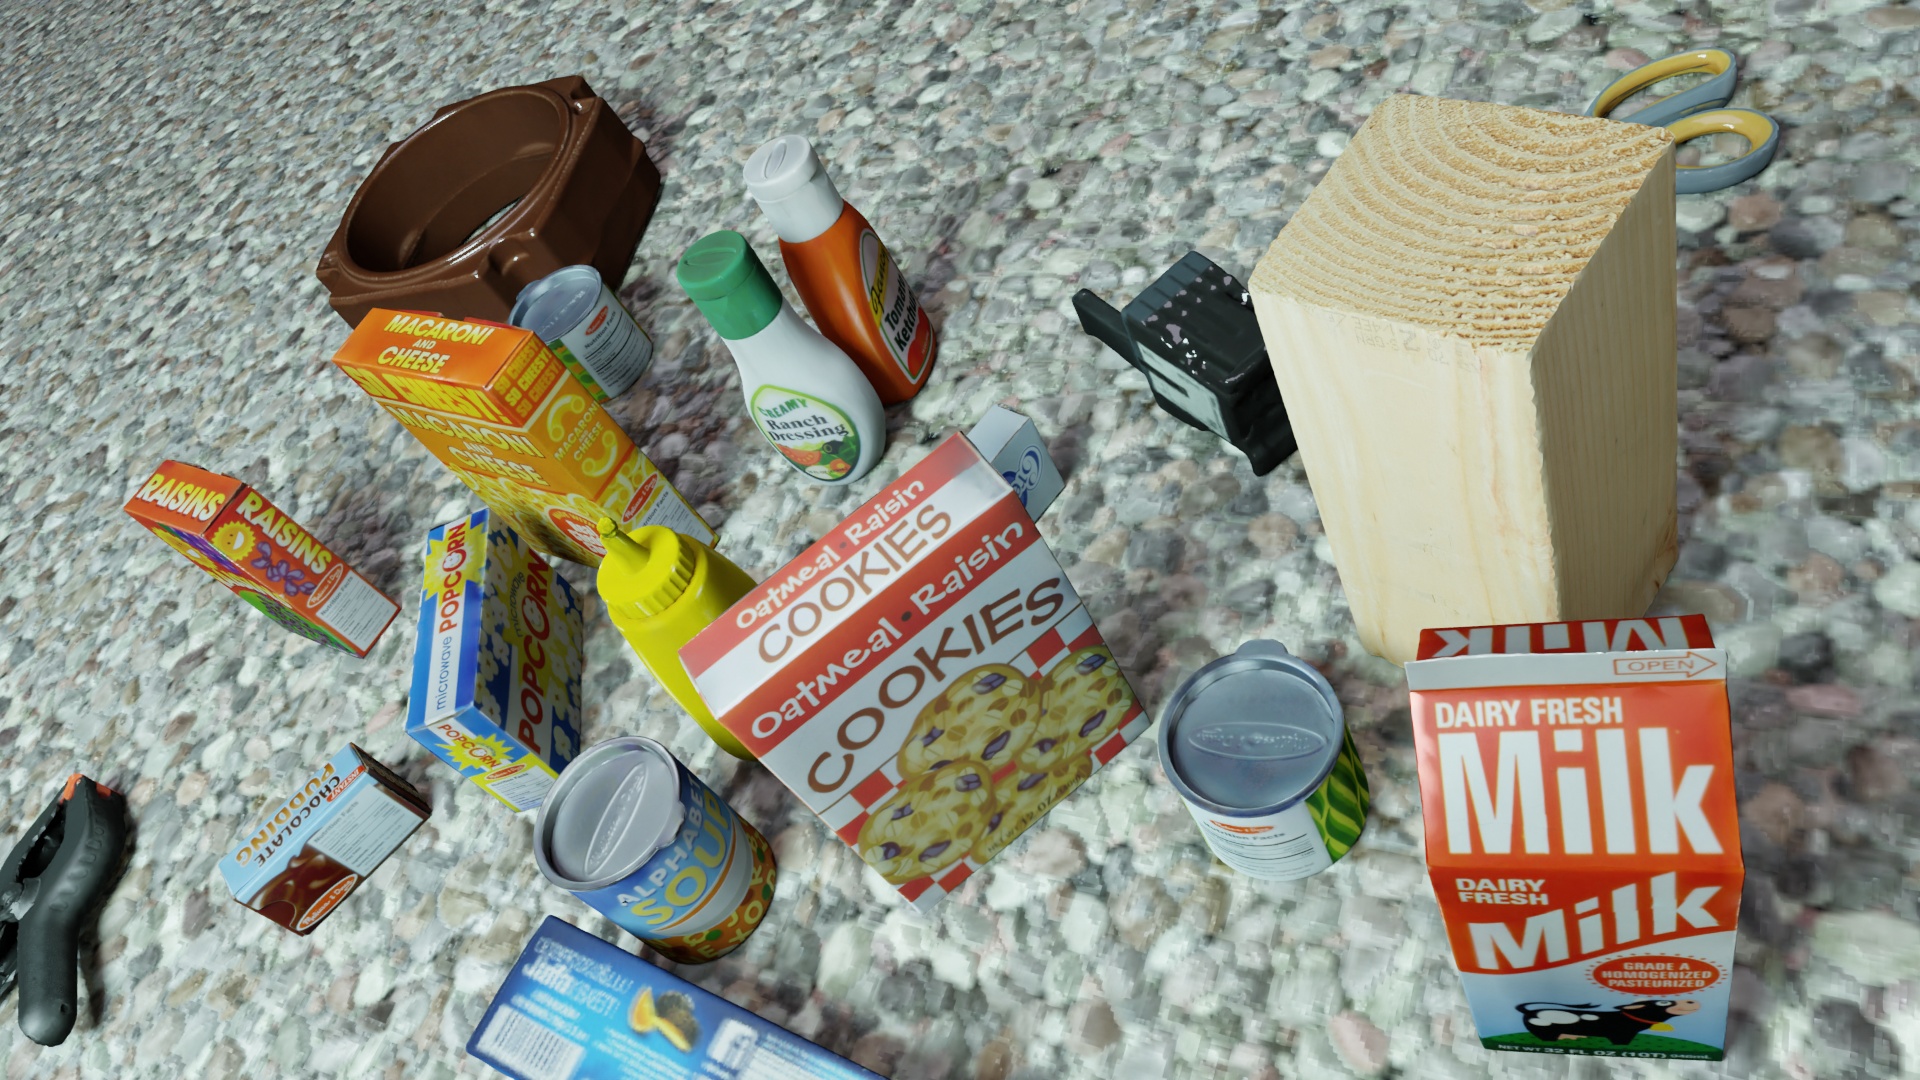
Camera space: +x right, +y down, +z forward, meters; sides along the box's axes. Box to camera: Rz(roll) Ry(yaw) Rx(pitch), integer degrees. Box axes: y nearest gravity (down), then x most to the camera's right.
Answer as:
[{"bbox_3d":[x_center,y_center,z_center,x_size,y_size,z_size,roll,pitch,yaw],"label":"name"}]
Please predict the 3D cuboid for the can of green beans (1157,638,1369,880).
[{"bbox_3d":[0.112,0.083,0.508,0.071,0.057,0.071,-14,50,17],"label":"can of green beans"}]

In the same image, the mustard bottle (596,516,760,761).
[{"bbox_3d":[-0.111,0.036,0.589,0.049,0.159,0.065,-21,48,12],"label":"mustard bottle"}]

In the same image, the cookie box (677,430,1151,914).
[{"bbox_3d":[-0.009,0.056,0.516,0.123,0.166,0.040,-39,47,-5],"label":"cookie box"}]

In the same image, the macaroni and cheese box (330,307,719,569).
[{"bbox_3d":[-0.216,-0.045,0.702,0.124,0.166,0.040,12,61,34],"label":"macaroni and cheese box"}]

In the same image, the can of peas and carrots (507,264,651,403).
[{"bbox_3d":[-0.233,-0.125,0.849,0.071,0.058,0.071,-14,50,17],"label":"can of peas and carrots"}]

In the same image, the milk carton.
[{"bbox_3d":[0.172,0.080,0.389,0.072,0.189,0.074,-6,52,23],"label":"milk carton"}]

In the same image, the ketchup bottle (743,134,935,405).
[{"bbox_3d":[-0.061,-0.138,0.709,0.043,0.148,0.065,-6,52,23],"label":"ketchup bottle"}]

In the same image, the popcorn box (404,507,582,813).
[{"bbox_3d":[-0.225,0.058,0.681,0.038,0.085,0.127,-22,48,10],"label":"popcorn box"}]

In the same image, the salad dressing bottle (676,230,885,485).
[{"bbox_3d":[-0.087,-0.087,0.683,0.064,0.147,0.044,-3,54,25],"label":"salad dressing bottle"}]

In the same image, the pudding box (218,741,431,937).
[{"bbox_3d":[-0.310,0.146,0.678,0.084,0.049,0.030,-46,48,-12],"label":"pudding box"}]

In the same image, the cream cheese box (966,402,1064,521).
[{"bbox_3d":[0.002,-0.008,0.639,0.024,0.053,0.104,26,69,39],"label":"cream cheese box"}]

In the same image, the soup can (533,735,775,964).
[{"bbox_3d":[-0.122,0.130,0.572,0.071,0.083,0.072,-14,50,17],"label":"soup can"}]

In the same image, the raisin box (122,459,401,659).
[{"bbox_3d":[-0.387,0.011,0.775,0.086,0.123,0.040,13,62,34],"label":"raisin box"}]
